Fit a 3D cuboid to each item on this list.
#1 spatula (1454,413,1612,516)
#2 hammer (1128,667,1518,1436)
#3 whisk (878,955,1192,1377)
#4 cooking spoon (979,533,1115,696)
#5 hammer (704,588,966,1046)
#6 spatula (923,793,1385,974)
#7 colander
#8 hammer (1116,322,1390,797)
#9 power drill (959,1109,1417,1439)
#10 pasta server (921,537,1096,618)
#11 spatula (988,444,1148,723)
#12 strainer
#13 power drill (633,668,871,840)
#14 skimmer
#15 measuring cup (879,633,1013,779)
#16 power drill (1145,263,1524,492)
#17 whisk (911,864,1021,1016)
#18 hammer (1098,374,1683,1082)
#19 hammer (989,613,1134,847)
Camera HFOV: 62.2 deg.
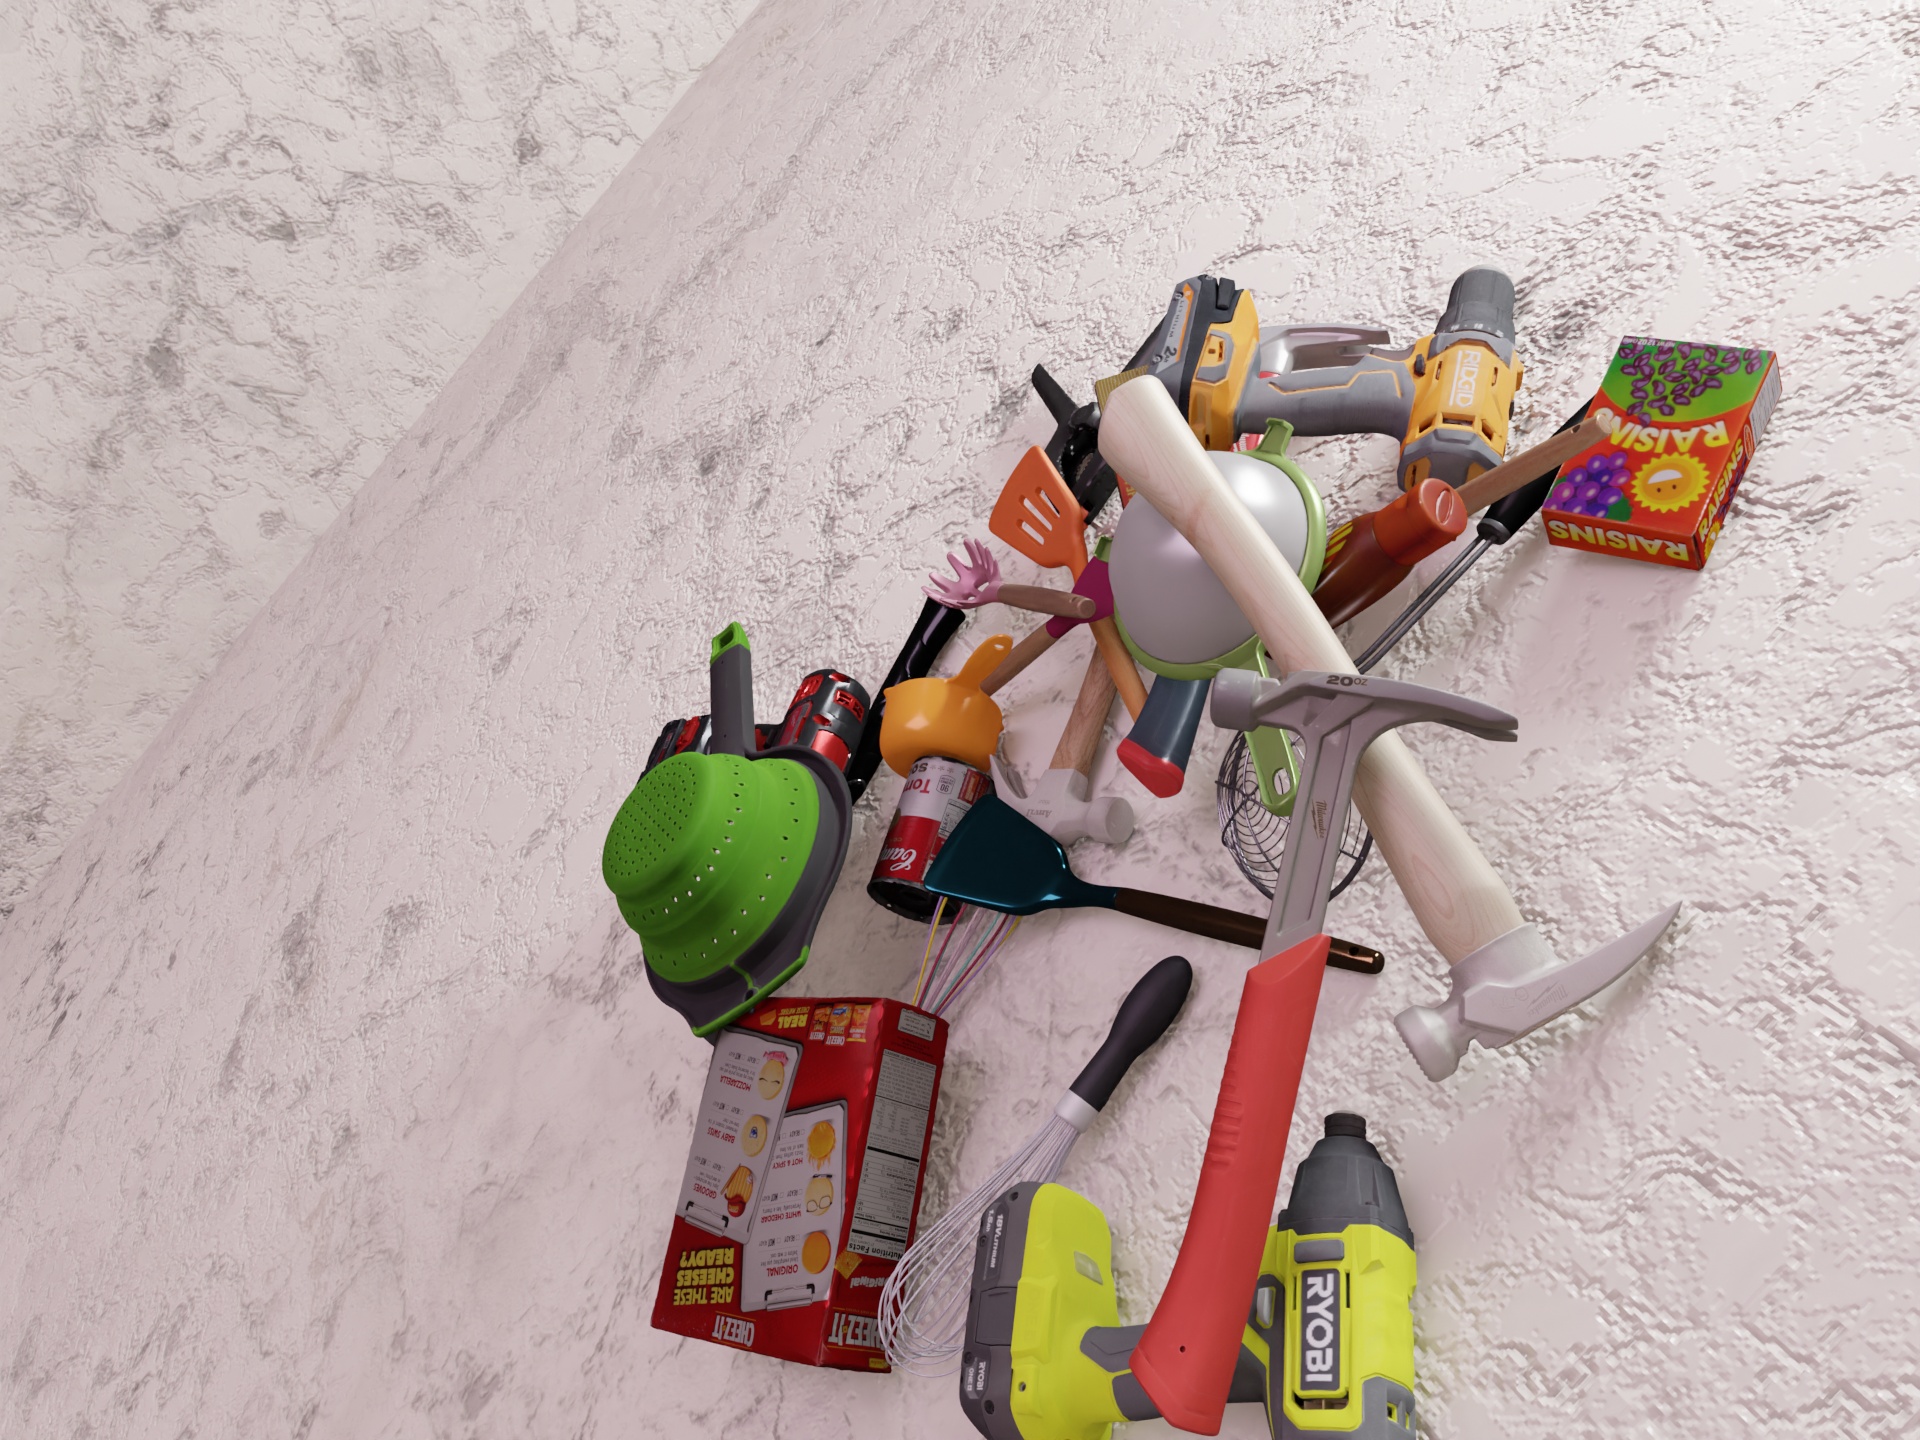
[{"bbox_3d":[0.258,-0.105,0.964,0.316,0.018,0.060,-32,35,52],"label":"spatula"},{"bbox_3d":[0.156,0.148,0.749,0.149,0.036,0.359,10,73,22],"label":"hammer"},{"bbox_3d":[0.048,0.253,0.920,0.284,0.070,0.070,-52,35,-9],"label":"whisk"},{"bbox_3d":[0.052,-0.053,1.130,0.319,0.017,0.069,-39,37,48],"label":"cooking spoon"},{"bbox_3d":[-0.099,0.072,1.257,0.149,0.036,0.409,5,63,51],"label":"hammer"},{"bbox_3d":[0.112,0.108,0.965,0.318,0.044,0.082,9,54,46],"label":"spatula"},{"bbox_3d":[-0.190,0.037,1.156,0.204,0.094,0.398,-37,37,20],"label":"colander"},{"bbox_3d":[0.186,-0.118,1.044,0.143,0.038,0.387,2,55,26],"label":"hammer"},{"bbox_3d":[0.116,0.288,0.793,0.223,0.080,0.171,-17,48,34],"label":"power drill"},{"bbox_3d":[0.035,-0.095,1.150,0.060,0.040,0.316,-48,16,-4],"label":"pasta server"},{"bbox_3d":[0.087,-0.078,1.118,0.081,0.041,0.323,-58,31,30],"label":"spatula"},{"bbox_3d":[0.143,-0.062,0.915,0.151,0.069,0.257,-33,48,29],"label":"strainer"},{"bbox_3d":[-0.170,0.046,1.276,0.220,0.078,0.143,-17,45,44],"label":"power drill"},{"bbox_3d":[0.285,-0.049,0.938,0.363,0.090,0.127,-45,31,-8],"label":"skimmer"},{"bbox_3d":[-0.002,-0.004,1.132,0.173,0.095,0.052,130,155,-59],"label":"measuring cup"},{"bbox_3d":[0.247,-0.232,1.033,0.226,0.084,0.185,10,59,17],"label":"power drill"},{"bbox_3d":[-0.021,0.198,1.056,0.051,0.047,0.245,19,79,52],"label":"whisk"},{"bbox_3d":[0.198,-0.028,0.836,0.146,0.038,0.411,-33,68,10],"label":"hammer"},{"bbox_3d":[0.112,-0.061,1.139,0.130,0.031,0.331,-3,57,47],"label":"hammer"}]
